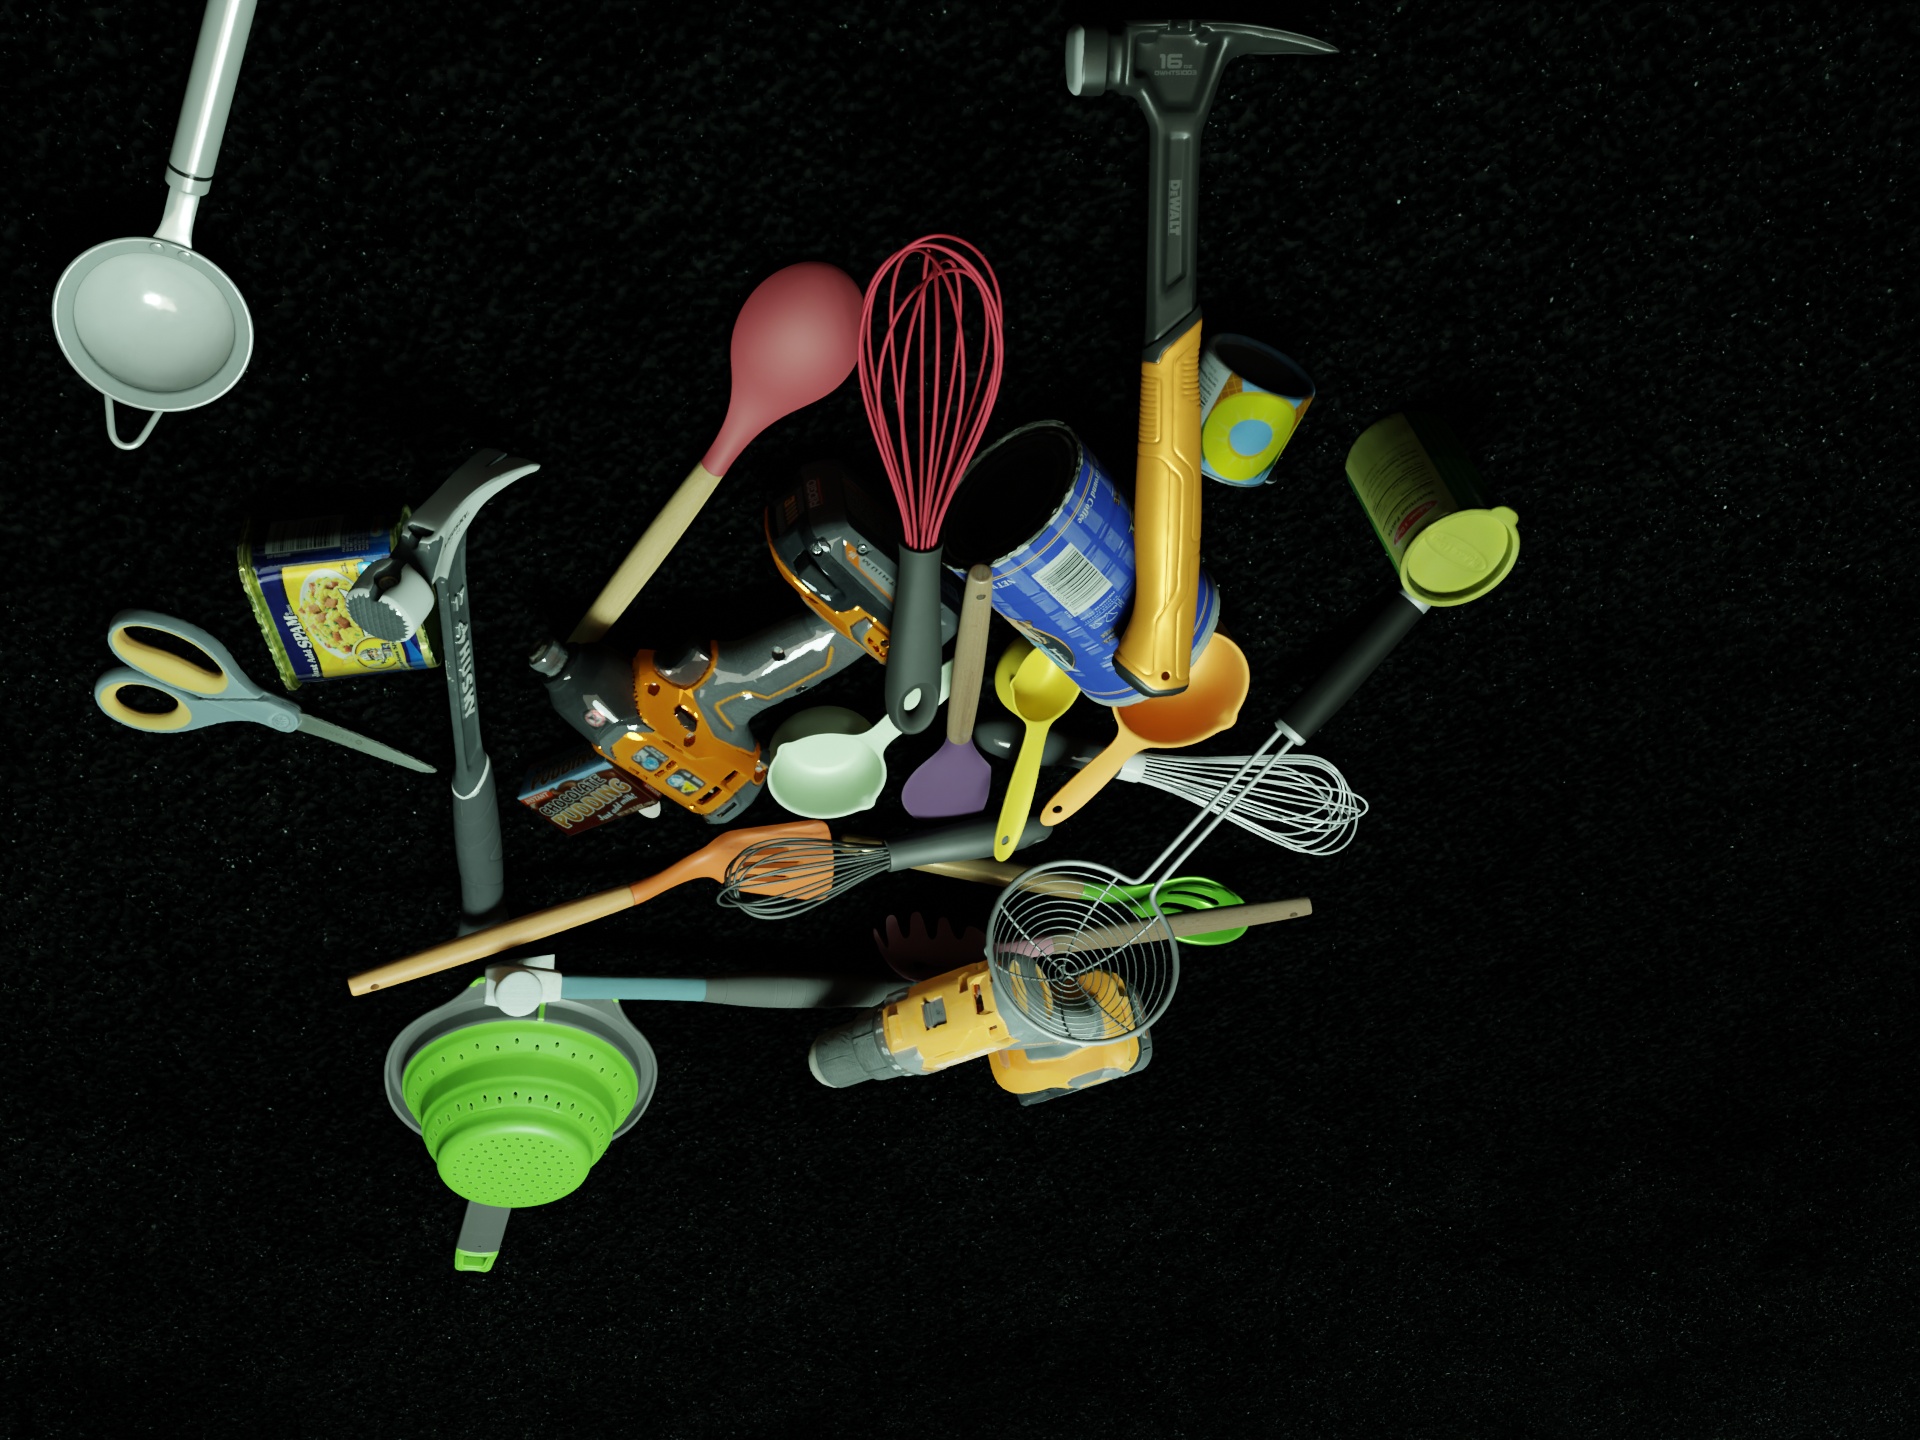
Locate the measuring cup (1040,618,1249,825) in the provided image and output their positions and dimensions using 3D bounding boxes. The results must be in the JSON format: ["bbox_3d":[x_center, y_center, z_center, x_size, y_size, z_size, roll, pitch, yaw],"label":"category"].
[{"bbox_3d":[0.105,-0.004,1.014,0.095,0.052,0.173,30,116,-28],"label":"measuring cup"}]

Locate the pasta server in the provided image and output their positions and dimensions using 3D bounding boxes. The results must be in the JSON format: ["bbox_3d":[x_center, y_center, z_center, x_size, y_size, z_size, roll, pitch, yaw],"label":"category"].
[{"bbox_3d":[0.093,0.151,1.151,0.316,0.040,0.060,-9,141,6],"label":"pasta server"}]

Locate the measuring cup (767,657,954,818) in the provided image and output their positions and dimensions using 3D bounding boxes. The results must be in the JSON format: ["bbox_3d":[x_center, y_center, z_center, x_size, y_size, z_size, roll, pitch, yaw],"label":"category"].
[{"bbox_3d":[-0.054,-0.002,1.012,0.167,0.038,0.083,-38,127,21],"label":"measuring cup"}]

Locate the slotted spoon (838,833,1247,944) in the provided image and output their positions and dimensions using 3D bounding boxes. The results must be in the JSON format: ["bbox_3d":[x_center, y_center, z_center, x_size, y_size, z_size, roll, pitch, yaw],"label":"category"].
[{"bbox_3d":[0.064,0.115,1.145,0.313,0.031,0.070,12,132,-17],"label":"slotted spoon"}]

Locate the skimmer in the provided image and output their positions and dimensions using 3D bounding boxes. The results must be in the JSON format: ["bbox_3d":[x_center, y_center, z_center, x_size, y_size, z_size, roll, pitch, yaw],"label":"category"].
[{"bbox_3d":[0.164,0.051,1.001,0.363,0.127,0.090,-48,166,8],"label":"skimmer"}]

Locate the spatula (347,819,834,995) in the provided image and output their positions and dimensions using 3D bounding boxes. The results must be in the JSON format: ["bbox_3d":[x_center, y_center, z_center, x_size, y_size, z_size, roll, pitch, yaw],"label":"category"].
[{"bbox_3d":[-0.241,0.130,1.063,0.322,0.041,0.081,-17,136,-21],"label":"spatula"}]

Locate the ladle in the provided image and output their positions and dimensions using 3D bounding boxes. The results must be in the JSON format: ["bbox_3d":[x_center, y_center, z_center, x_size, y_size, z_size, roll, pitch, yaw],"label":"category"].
[{"bbox_3d":[-0.154,-0.125,0.890,0.069,0.031,0.315,23,126,-30],"label":"ladle"}]

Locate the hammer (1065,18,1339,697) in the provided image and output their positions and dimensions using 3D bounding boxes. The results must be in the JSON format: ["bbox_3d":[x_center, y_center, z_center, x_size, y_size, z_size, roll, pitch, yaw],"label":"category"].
[{"bbox_3d":[0.114,-0.172,0.807,0.127,0.034,0.336,-3,112,-7],"label":"hammer"}]

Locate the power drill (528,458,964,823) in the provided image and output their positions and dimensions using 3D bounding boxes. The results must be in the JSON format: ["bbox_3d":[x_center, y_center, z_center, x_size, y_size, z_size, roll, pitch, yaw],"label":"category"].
[{"bbox_3d":[-0.128,-0.046,0.920,0.226,0.084,0.164,-37,129,21],"label":"power drill"}]

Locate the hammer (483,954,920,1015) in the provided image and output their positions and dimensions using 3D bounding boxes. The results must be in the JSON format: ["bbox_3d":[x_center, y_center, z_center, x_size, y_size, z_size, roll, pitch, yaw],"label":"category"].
[{"bbox_3d":[-0.172,0.192,1.138,0.330,0.033,0.128,6,174,-24],"label":"hammer"}]

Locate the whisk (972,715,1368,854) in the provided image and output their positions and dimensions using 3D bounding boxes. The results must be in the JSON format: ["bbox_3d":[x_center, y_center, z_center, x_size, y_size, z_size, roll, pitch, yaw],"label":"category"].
[{"bbox_3d":[0.143,0.035,1.068,0.284,0.070,0.070,13,129,-14],"label":"whisk"}]

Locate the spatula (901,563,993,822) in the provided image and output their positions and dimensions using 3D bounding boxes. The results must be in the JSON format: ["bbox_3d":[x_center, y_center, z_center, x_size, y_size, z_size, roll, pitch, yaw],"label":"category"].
[{"bbox_3d":[-0.002,-0.003,0.968,0.059,0.018,0.315,-5,153,-7],"label":"spatula"}]

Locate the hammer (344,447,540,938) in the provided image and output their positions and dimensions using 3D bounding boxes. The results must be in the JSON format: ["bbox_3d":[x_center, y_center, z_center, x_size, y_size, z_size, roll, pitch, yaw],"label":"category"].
[{"bbox_3d":[-0.292,0.015,0.948,0.036,0.149,0.408,18,140,2],"label":"hammer"}]

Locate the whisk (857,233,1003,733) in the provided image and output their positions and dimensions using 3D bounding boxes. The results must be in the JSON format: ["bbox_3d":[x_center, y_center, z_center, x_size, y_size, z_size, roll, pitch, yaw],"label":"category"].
[{"bbox_3d":[-0.020,-0.108,0.813,0.073,0.073,0.295,-2,130,-7],"label":"whisk"}]

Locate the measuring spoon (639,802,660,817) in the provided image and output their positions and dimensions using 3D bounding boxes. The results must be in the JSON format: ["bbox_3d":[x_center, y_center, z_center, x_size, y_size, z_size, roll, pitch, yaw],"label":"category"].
[{"bbox_3d":[-0.214,0.021,1.024,0.034,0.018,0.124,0,141,9],"label":"measuring spoon"}]

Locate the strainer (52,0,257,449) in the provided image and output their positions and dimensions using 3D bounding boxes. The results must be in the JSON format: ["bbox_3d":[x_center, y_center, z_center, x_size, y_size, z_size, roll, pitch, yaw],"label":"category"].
[{"bbox_3d":[-0.358,-0.245,0.737,0.086,0.050,0.258,14,123,-29],"label":"strainer"}]

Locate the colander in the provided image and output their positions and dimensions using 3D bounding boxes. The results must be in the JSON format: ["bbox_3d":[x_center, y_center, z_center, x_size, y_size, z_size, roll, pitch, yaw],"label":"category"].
[{"bbox_3d":[-0.361,0.360,1.253,0.204,0.095,0.396,10,130,-18],"label":"colander"}]

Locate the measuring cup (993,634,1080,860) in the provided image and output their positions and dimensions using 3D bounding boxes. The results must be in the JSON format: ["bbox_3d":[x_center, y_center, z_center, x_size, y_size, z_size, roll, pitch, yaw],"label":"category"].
[{"bbox_3d":[0.037,0.016,1.014,0.062,0.029,0.156,-4,117,-37],"label":"measuring cup"}]

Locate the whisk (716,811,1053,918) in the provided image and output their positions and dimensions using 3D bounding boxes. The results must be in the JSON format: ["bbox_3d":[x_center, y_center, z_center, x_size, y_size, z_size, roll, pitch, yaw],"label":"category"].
[{"bbox_3d":[-0.049,0.094,1.078,0.239,0.055,0.055,-10,134,-17],"label":"whisk"}]

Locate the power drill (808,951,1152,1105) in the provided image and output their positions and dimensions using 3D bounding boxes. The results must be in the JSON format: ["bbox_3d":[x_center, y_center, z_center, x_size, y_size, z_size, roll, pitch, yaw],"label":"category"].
[{"bbox_3d":[0.017,0.230,1.156,0.185,0.084,0.226,-24,154,26],"label":"power drill"}]
